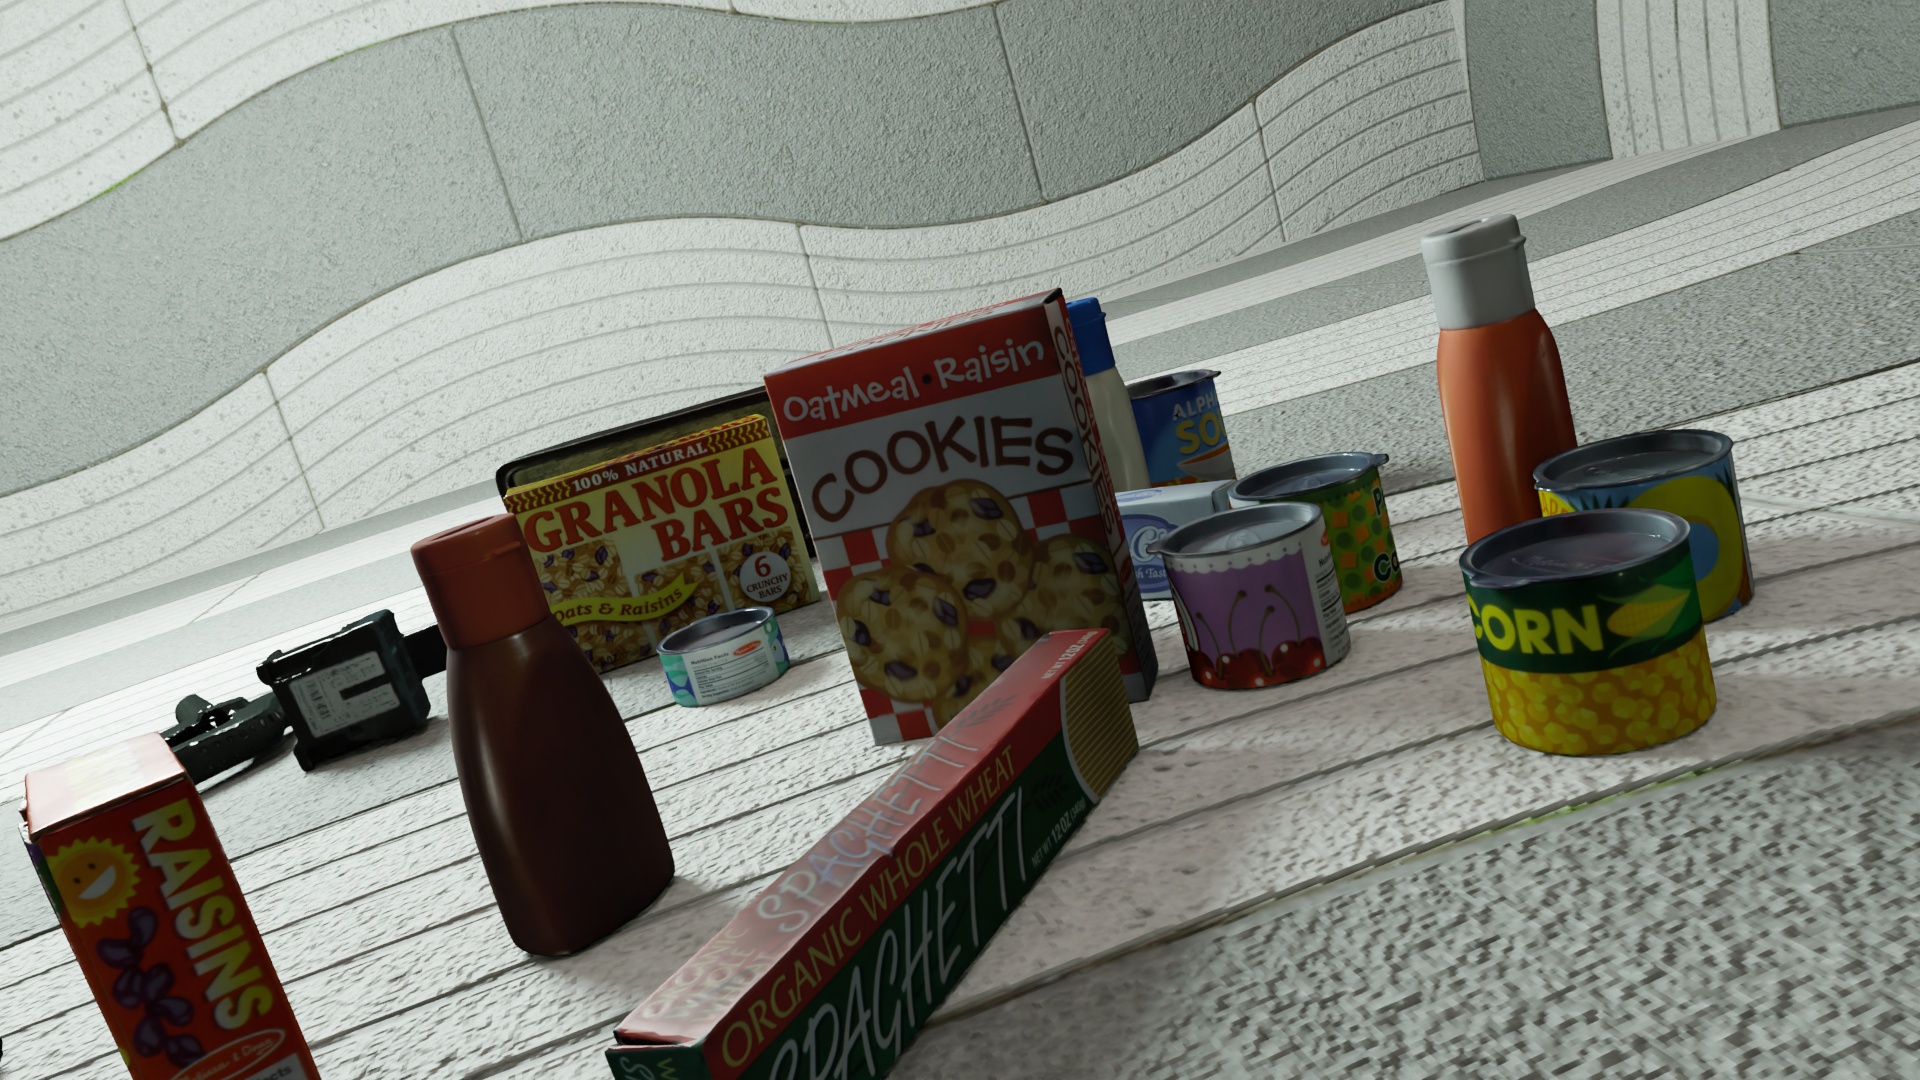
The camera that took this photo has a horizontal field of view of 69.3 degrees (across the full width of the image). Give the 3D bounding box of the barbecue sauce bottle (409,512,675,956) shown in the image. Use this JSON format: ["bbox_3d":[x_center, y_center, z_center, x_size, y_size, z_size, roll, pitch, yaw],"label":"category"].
[{"bbox_3d":[-0.149,0.065,0.487,0.043,0.148,0.065,-8,14,33],"label":"barbecue sauce bottle"}]

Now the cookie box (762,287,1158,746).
[{"bbox_3d":[0.002,-0.007,0.578,0.123,0.167,0.040,-12,12,18],"label":"cookie box"}]

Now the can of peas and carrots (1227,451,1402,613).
[{"bbox_3d":[0.160,-0.003,0.618,0.071,0.058,0.071,-15,12,3],"label":"can of peas and carrots"}]

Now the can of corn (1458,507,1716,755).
[{"bbox_3d":[0.194,0.028,0.433,0.071,0.058,0.071,-15,12,3],"label":"can of corn"}]

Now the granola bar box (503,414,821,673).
[{"bbox_3d":[-0.186,0.003,0.876,0.166,0.124,0.039,-18,12,-12],"label":"granola bar box"}]

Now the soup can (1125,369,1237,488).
[{"bbox_3d":[0.130,-0.054,0.829,0.071,0.083,0.071,-15,12,3],"label":"soup can"}]

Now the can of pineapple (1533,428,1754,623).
[{"bbox_3d":[0.248,-0.004,0.509,0.071,0.057,0.071,-15,12,3],"label":"can of pineapple"}]

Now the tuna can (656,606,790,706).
[{"bbox_3d":[-0.129,0.062,0.754,0.071,0.032,0.071,-15,12,3],"label":"tuna can"}]

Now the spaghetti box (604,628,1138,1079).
[{"bbox_3d":[-0.007,0.094,0.411,0.028,0.050,0.251,-9,14,30],"label":"spaghetti box"}]

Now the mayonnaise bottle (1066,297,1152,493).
[{"bbox_3d":[0.074,-0.055,0.747,0.041,0.147,0.065,-12,12,20],"label":"mayonnaise bottle"}]

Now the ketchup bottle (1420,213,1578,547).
[{"bbox_3d":[0.218,-0.053,0.554,0.043,0.148,0.065,-4,16,45],"label":"ketchup bottle"}]

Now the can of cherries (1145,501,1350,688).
[{"bbox_3d":[0.116,0.022,0.562,0.071,0.058,0.071,-15,12,3],"label":"can of cherries"}]

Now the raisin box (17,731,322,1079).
[{"bbox_3d":[-0.214,0.120,0.383,0.040,0.123,0.086,-23,14,-32],"label":"raisin box"}]

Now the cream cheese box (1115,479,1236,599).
[{"bbox_3d":[0.094,0.002,0.693,0.103,0.053,0.024,-5,16,42],"label":"cream cheese box"}]
